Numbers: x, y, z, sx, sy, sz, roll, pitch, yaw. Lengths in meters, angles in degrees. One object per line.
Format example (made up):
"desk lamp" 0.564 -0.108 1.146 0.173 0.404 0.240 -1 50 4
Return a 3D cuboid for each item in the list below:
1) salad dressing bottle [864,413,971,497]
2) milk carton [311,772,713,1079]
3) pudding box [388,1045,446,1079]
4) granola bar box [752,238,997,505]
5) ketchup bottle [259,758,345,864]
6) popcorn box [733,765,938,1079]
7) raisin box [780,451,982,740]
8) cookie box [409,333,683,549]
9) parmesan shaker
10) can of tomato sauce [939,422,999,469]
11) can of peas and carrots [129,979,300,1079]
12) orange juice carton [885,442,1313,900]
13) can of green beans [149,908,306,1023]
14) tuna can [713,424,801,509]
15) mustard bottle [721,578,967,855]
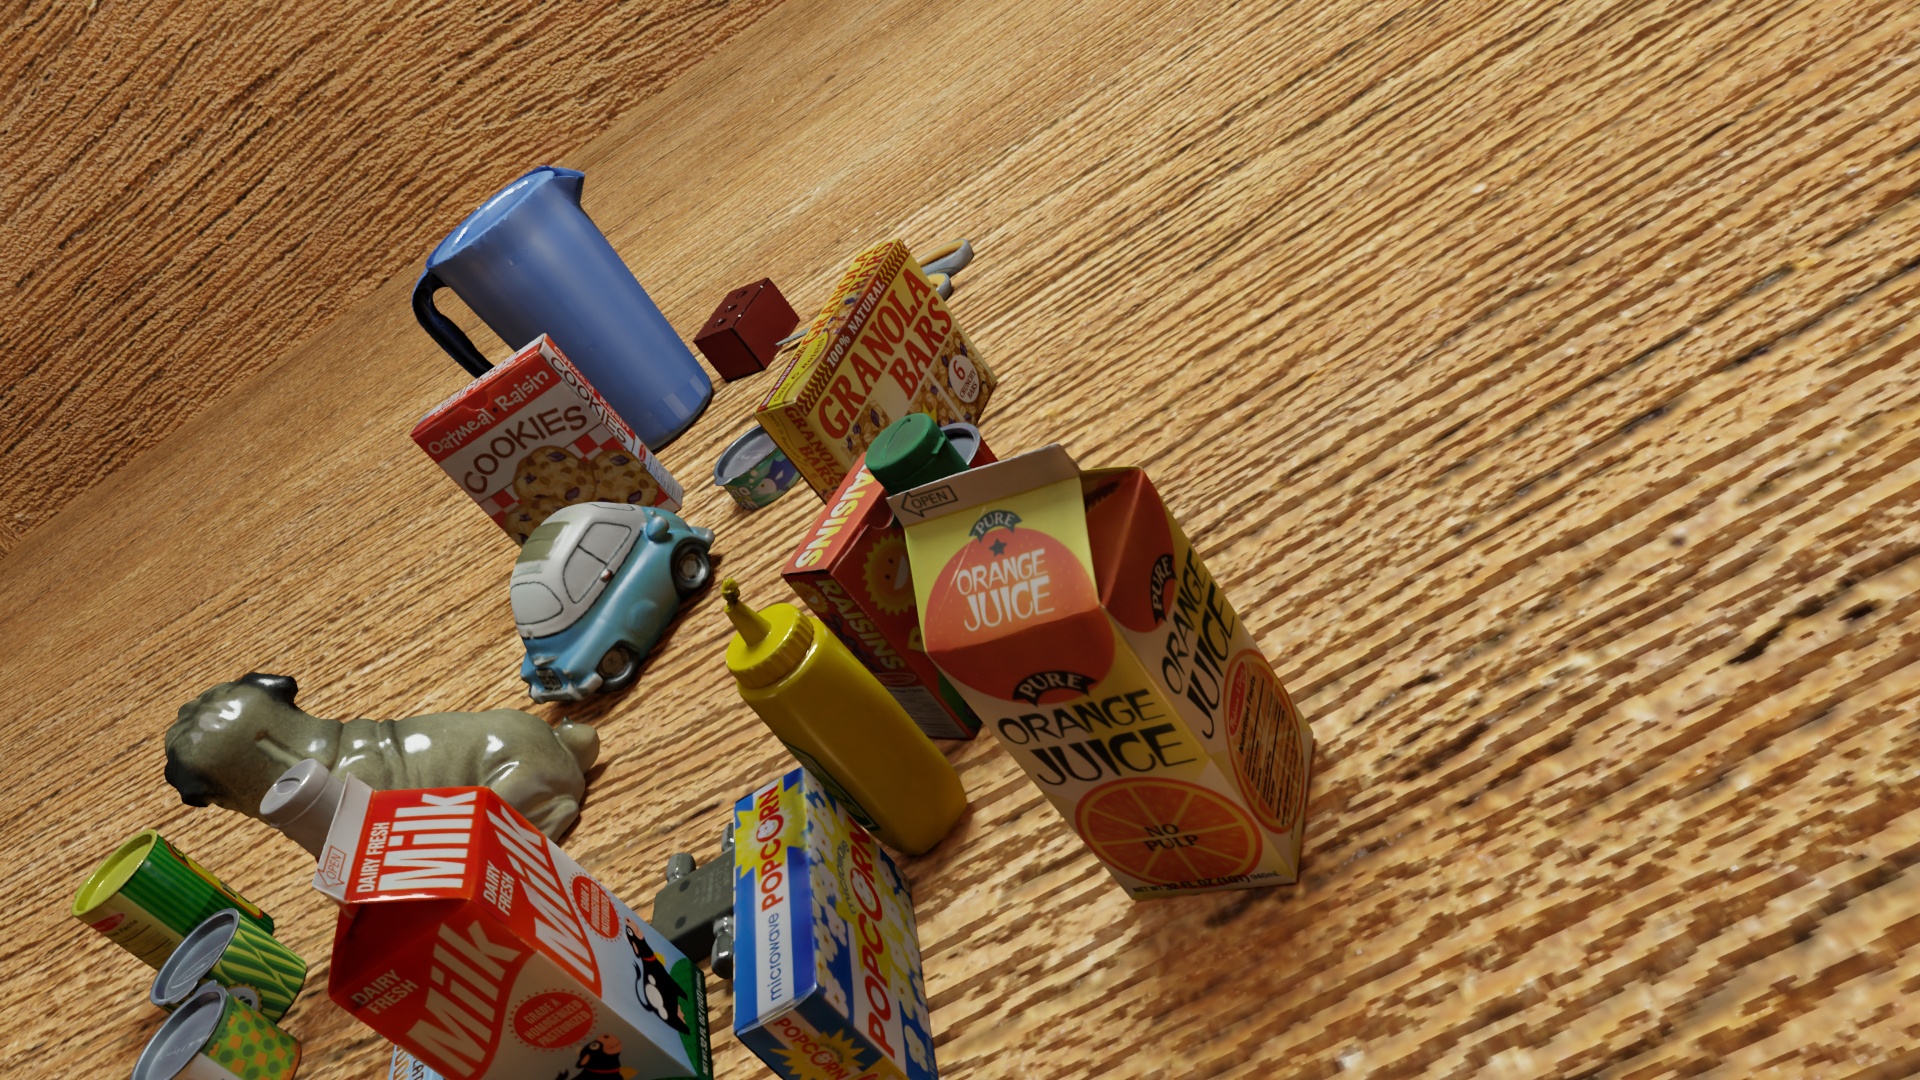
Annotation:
"salad dressing bottle" 0.011 0.005 0.648 0.044 0.147 0.064 -11 38 39
"milk carton" -0.192 0.175 0.582 0.073 0.190 0.072 -35 29 5
"pudding box" -0.245 0.260 0.661 0.030 0.049 0.084 -35 29 5
"granola bar box" -0.048 -0.091 0.875 0.039 0.124 0.166 -13 37 37
"ketchup bottle" -0.305 0.177 0.744 0.064 0.148 0.044 -8 41 42
"popcorn box" -0.052 0.163 0.555 0.038 0.085 0.127 -32 29 10
"raisin box" -0.021 0.026 0.677 0.040 0.123 0.086 -6 42 44
"cookie box" -0.317 -0.059 1.076 0.123 0.167 0.040 -32 29 10
"parmesan shaker" -0.521 0.250 0.921 0.071 0.102 0.072 -27 31 18
"can of tomato sauce" 0.003 -0.009 0.745 0.071 0.083 0.071 -27 31 18
"can of peas and carrots" -0.423 0.297 0.792 0.071 0.058 0.071 -27 31 18
"orange juice carton" 0.054 0.043 0.502 0.071 0.192 0.073 -17 35 33
"can of green beans" -0.452 0.272 0.860 0.071 0.057 0.071 -27 31 18
"tuna can" -0.148 -0.054 1.023 0.071 0.032 0.071 -27 31 18
"mustard bottle" -0.060 0.074 0.614 0.049 0.159 0.065 -47 30 -17
